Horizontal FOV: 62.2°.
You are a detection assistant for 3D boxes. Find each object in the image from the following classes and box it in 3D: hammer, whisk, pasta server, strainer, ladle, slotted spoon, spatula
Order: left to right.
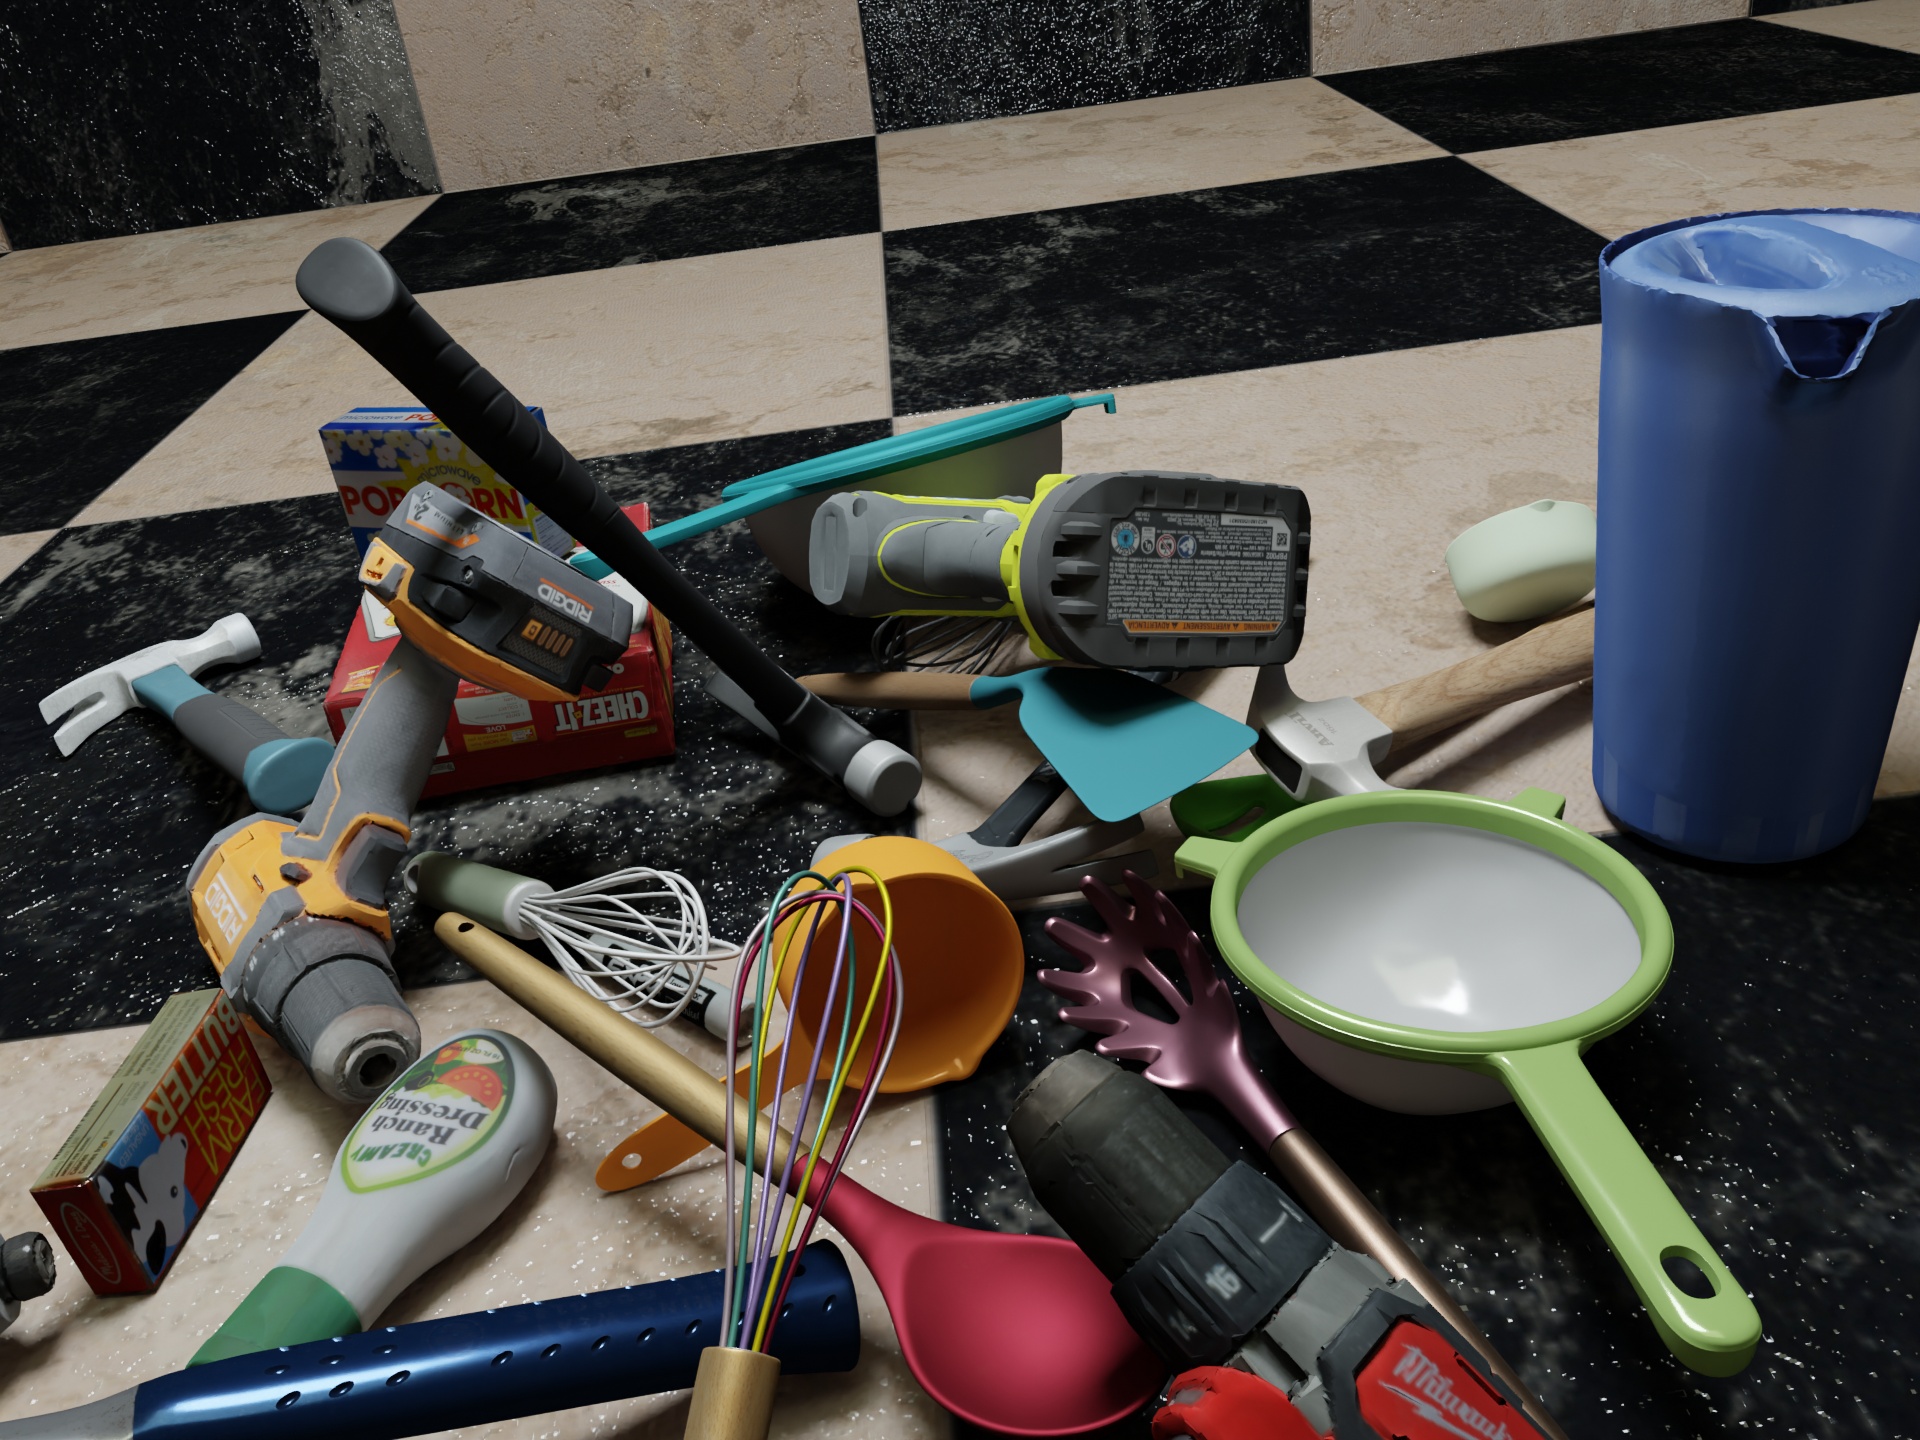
[{"bbox_3d":[-0.220,0.185,0.401,0.405,0.035,0.144,-1,17,-23],"label":"hammer"},{"bbox_3d":[-0.399,-0.002,0.845,0.128,0.033,0.331,-29,26,-30],"label":"hammer"},{"bbox_3d":[-0.170,0.078,0.645,0.059,0.058,0.246,6,-1,-41],"label":"whisk"},{"bbox_3d":[-0.148,-0.076,0.686,0.035,0.334,0.146,-50,43,-8],"label":"hammer"},{"bbox_3d":[-0.070,0.130,0.503,0.316,0.031,0.069,24,38,33],"label":"ladle"},{"bbox_3d":[-0.053,0.149,0.433,0.047,0.051,0.245,-1,59,18],"label":"whisk"},{"bbox_3d":[-0.067,-0.097,0.888,0.211,0.095,0.340,-4,18,43],"label":"strainer"},{"bbox_3d":[-0.001,-0.002,0.732,0.082,0.044,0.318,-27,16,-28],"label":"spatula"},{"bbox_3d":[0.034,-0.067,0.892,0.055,0.055,0.239,15,32,35],"label":"whisk"},{"bbox_3d":[0.094,-0.022,0.783,0.149,0.036,0.409,-7,22,35],"label":"hammer"},{"bbox_3d":[0.113,0.149,0.497,0.060,0.040,0.317,-51,35,8],"label":"pasta server"},{"bbox_3d":[0.217,0.000,0.747,0.314,0.031,0.070,-26,34,-32],"label":"slotted spoon"},{"bbox_3d":[0.172,0.115,0.511,0.151,0.069,0.257,-8,30,-5],"label":"strainer"},{"bbox_3d":[0.269,-0.029,0.744,0.331,0.031,0.130,-18,46,-29],"label":"hammer"}]

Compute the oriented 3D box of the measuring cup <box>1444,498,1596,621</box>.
[{"bbox_3d":[0.337,-0.083,0.822,0.167,0.083,0.038,-6,69,-2],"label":"measuring cup"}]

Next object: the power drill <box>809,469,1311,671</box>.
[{"bbox_3d":[0.057,-0.073,0.742,0.190,0.080,0.229,-1,8,-28],"label":"power drill"}]

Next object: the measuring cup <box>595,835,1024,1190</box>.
[{"bbox_3d":[-0.061,0.109,0.585,0.173,0.095,0.052,-33,26,-5],"label":"measuring cup"}]

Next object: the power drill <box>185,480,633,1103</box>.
[{"bbox_3d":[-0.225,0.029,0.648,0.185,0.084,0.226,29,88,49],"label":"power drill"}]

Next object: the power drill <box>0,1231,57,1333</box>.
[{"bbox_3d":[-0.334,0.227,0.434,0.143,0.078,0.220,-17,28,-17],"label":"power drill"}]

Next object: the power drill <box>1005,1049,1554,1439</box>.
[{"bbox_3d":[0.030,0.190,0.343,0.227,0.080,0.188,-31,66,-37],"label":"power drill"}]
